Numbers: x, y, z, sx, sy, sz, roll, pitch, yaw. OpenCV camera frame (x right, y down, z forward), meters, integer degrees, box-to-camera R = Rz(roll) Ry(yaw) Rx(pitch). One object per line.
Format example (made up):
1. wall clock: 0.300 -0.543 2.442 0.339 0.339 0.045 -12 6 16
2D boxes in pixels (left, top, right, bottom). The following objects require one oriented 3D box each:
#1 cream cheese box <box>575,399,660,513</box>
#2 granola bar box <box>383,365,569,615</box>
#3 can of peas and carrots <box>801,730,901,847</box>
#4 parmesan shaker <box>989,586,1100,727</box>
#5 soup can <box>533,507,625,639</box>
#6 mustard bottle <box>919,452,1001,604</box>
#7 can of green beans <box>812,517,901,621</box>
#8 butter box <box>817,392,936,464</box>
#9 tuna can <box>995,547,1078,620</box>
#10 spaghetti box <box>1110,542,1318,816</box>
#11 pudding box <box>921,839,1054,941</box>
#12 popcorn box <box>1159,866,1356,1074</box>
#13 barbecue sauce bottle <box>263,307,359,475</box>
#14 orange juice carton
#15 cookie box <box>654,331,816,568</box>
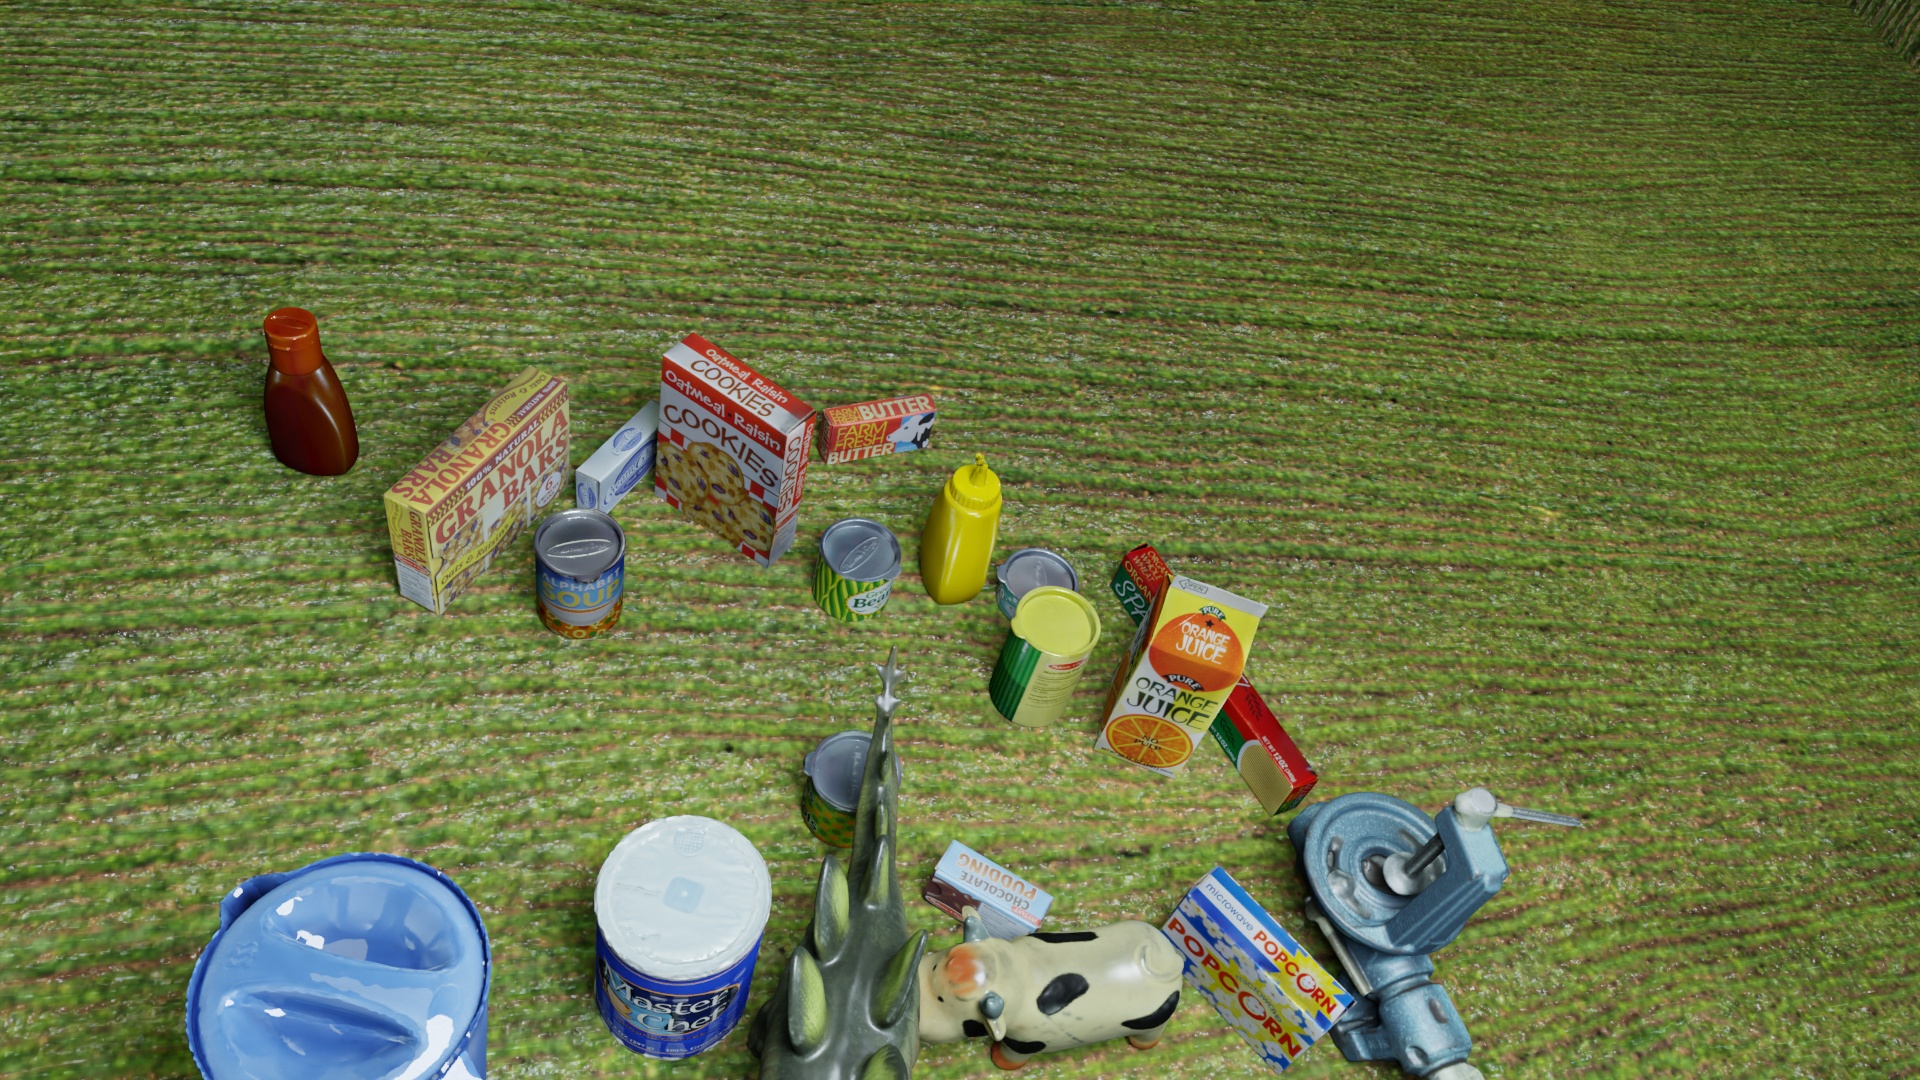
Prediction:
1. cream cheese box: -0.281 -0.067 1.163 0.024 0.053 0.104 28 50 9
2. granola bar box: -0.366 -0.039 1.070 0.039 0.123 0.166 27 49 8
3. can of peas and carrots: -0.082 0.180 1.006 0.071 0.058 0.071 8 50 -9
4. parmesan shaker: 0.062 0.093 1.089 0.071 0.102 0.072 8 50 -9
5. soup can: -0.290 0.028 1.061 0.071 0.083 0.072 8 50 -9
6. mustard bottle: 0.004 -0.014 1.125 0.049 0.159 0.065 -8 54 -21
7. can of green beans: -0.086 0.024 1.136 0.071 0.057 0.071 8 50 -9
8. butter box: -0.075 -0.100 1.247 0.104 0.052 0.024 -11 55 -23
9. tuna can: 0.062 0.041 1.179 0.071 0.032 0.071 8 50 -9
10. spaghetti box: 0.204 0.110 1.147 0.029 0.049 0.251 -16 57 -26
11. pudding box: 0.019 0.252 0.979 0.084 0.049 0.030 28 50 9
12. popcorn box: 0.201 0.298 0.966 0.038 0.084 0.127 -31 64 -33
13. barbecue sauce bottle: -0.509 -0.114 1.079 0.065 0.147 0.044 13 49 -4
14. orange juice carton: 0.167 0.095 1.056 0.072 0.191 0.073 20 49 1
15. cookie box: -0.184 -0.070 1.117 0.123 0.166 0.040 33 50 13
